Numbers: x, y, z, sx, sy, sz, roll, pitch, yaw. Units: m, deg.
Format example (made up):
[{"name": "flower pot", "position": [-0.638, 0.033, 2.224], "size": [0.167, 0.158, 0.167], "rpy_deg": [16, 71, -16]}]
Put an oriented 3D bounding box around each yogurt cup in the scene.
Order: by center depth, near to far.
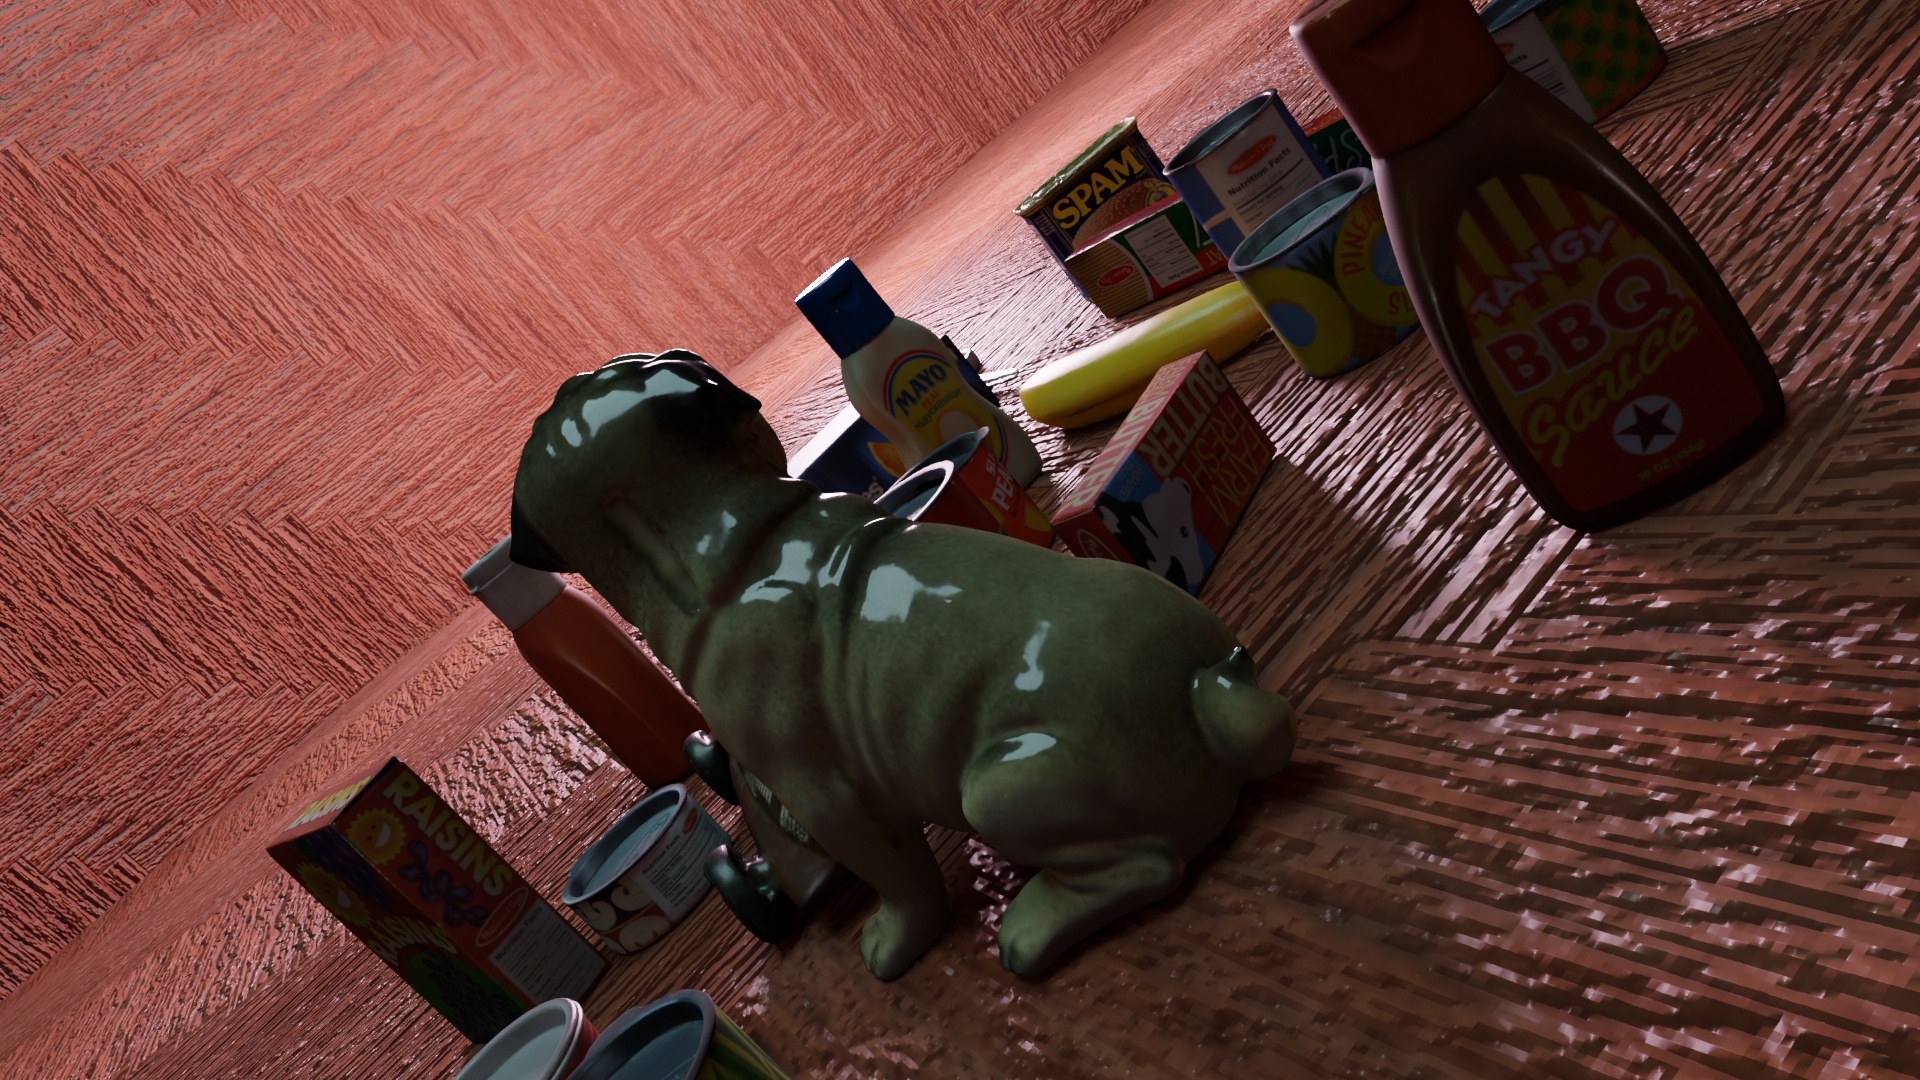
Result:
[{"name": "yogurt cup", "position": [-0.120, 0.178, 0.405], "size": [0.072, 0.054, 0.072], "rpy_deg": [-36, 16, 12]}]

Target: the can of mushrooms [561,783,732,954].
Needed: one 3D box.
[{"name": "can of mushrooms", "position": [-0.132, 0.137, 0.581], "size": [0.071, 0.033, 0.071], "rpy_deg": [-36, 16, 12]}]

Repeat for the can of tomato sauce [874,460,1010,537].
[{"name": "can of tomato sauce", "position": [-0.004, 0.025, 0.509], "size": [0.071, 0.083, 0.071], "rpy_deg": [-36, 16, 12]}]

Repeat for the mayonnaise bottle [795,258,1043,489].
[{"name": "mayonnaise bottle", "position": [-0.024, -0.076, 0.713], "size": [0.065, 0.148, 0.041], "rpy_deg": [-43, 15, -12]}]

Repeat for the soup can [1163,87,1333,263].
[{"name": "soup can", "position": [0.152, -0.171, 0.693], "size": [0.071, 0.083, 0.071], "rpy_deg": [-36, 16, 12]}]

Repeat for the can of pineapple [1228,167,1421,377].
[{"name": "can of pineapple", "position": [0.153, -0.108, 0.563], "size": [0.071, 0.058, 0.071], "rpy_deg": [-36, 16, 12]}]

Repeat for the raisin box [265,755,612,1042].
[{"name": "raisin box", "position": [-0.214, 0.149, 0.568], "size": [0.086, 0.123, 0.040], "rpy_deg": [-23, 22, 46]}]

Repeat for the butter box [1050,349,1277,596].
[{"name": "butter box", "position": [0.076, -0.020, 0.503], "size": [0.024, 0.053, 0.104], "rpy_deg": [-23, 22, 47]}]

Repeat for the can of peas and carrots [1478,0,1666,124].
[{"name": "can of peas and carrots", "position": [0.266, -0.219, 0.610], "size": [0.071, 0.058, 0.071], "rpy_deg": [-36, 16, 12]}]

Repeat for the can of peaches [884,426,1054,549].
[{"name": "can of peaches", "position": [0.002, -0.008, 0.631], "size": [0.071, 0.058, 0.071], "rpy_deg": [-36, 16, 12]}]

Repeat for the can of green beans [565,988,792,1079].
[{"name": "can of green beans", "position": [-0.066, 0.154, 0.337], "size": [0.071, 0.057, 0.071], "rpy_deg": [-36, 16, 12]}]

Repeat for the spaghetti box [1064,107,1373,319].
[{"name": "spaghetti box", "position": [0.153, -0.184, 0.790], "size": [0.029, 0.050, 0.249], "rpy_deg": [-48, 18, -29]}]

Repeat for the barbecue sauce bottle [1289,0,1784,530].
[{"name": "barbecue sauce bottle", "position": [0.136, -0.075, 0.340], "size": [0.064, 0.148, 0.044], "rpy_deg": [-33, 16, 23]}]

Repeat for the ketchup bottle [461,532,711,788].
[{"name": "ketchup bottle", "position": [-0.191, 0.062, 0.713], "size": [0.064, 0.148, 0.044], "rpy_deg": [-19, 25, 52]}]
